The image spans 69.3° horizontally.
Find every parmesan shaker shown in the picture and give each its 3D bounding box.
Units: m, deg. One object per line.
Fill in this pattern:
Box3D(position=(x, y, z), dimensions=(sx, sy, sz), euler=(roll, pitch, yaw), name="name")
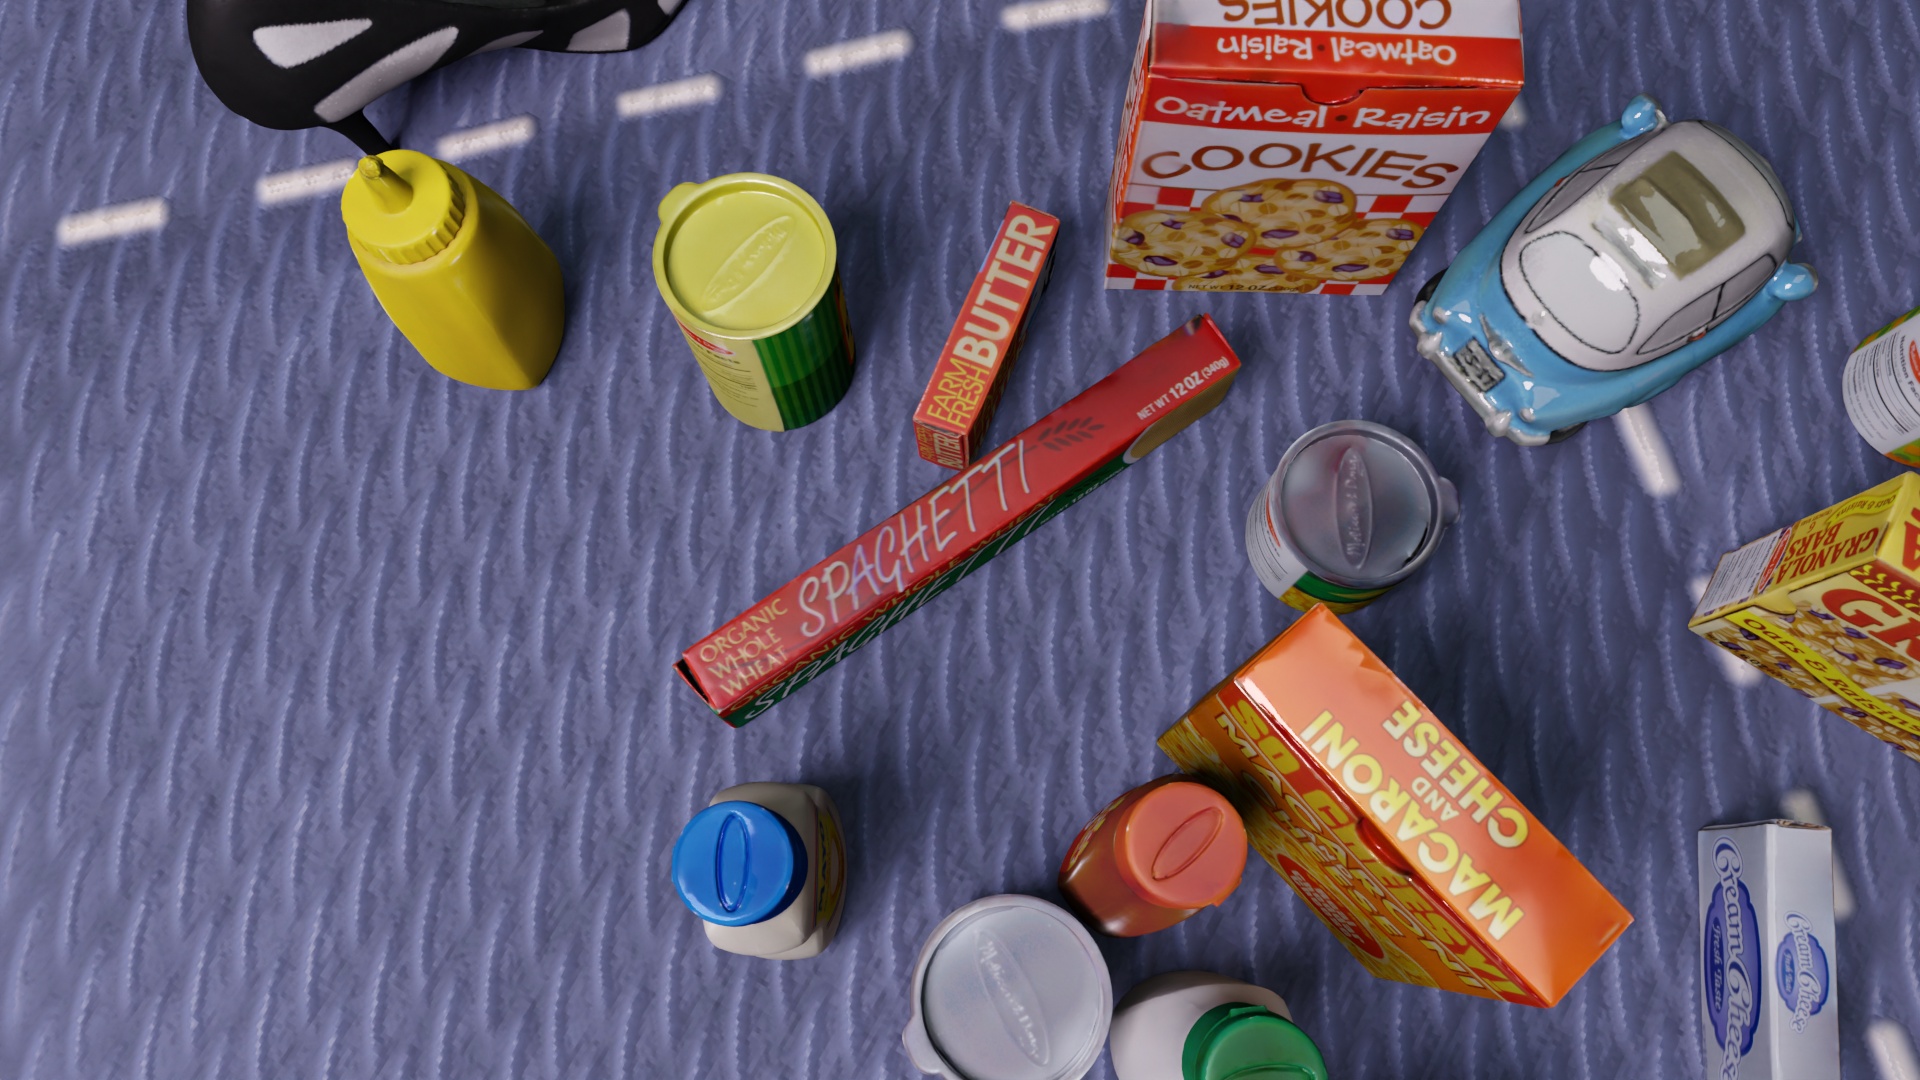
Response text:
Box3D(position=(-0.079, -0.093, 0.550), dimensions=(0.071, 0.103, 0.071), euler=(0, 76, 0), name="parmesan shaker")

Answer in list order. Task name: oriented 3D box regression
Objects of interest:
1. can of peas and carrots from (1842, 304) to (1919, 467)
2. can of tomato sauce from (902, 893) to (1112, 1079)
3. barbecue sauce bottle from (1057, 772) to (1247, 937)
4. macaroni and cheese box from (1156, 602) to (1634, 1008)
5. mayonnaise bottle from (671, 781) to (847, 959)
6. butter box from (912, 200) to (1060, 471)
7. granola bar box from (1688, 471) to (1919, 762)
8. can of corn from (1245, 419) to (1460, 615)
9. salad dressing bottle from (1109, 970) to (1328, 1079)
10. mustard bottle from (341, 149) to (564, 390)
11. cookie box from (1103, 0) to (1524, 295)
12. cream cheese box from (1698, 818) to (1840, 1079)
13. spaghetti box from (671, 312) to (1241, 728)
Box3D(position=(0.410, -0.068, 0.564), dimensions=(0.071, 0.058, 0.071), euler=(0, 75, 0), name="can of peas and carrots")
Box3D(position=(0.015, 0.161, 0.493), dimensions=(0.071, 0.083, 0.071), euler=(0, 76, 0), name="can of tomato sauce")
Box3D(position=(0.067, 0.106, 0.474), dimensions=(0.065, 0.148, 0.044), euler=(-42, 79, -9), name="barbecue sauce bottle")
Box3D(position=(0.131, 0.093, 0.468), dimensions=(0.040, 0.166, 0.124), euler=(-41, 79, -9), name="macaroni and cheese box")
Box3D(position=(-0.065, 0.112, 0.473), dimensions=(0.041, 0.147, 0.065), euler=(-1, 76, 0), name="mayonnaise bottle")
Box3D(position=(0.011, -0.082, 0.573), dimensions=(0.024, 0.053, 0.104), euler=(22, 77, 6), name="butter box")
Box3D(position=(0.373, 0.049, 0.500), dimensions=(0.166, 0.124, 0.039), euler=(32, 78, 8), name="granola bar box")
Box3D(position=(0.153, -0.007, 0.550), dimensions=(0.071, 0.058, 0.071), euler=(0, 75, 0), name="can of corn")
Box3D(position=(0.085, 0.169, 0.458), dimensions=(0.064, 0.147, 0.044), euler=(-6, 76, -1), name="salad dressing bottle")
Box3D(position=(-0.194, -0.108, 0.525), dimensions=(0.049, 0.160, 0.065), euler=(9, 76, 3), name="mustard bottle")
Box3D(position=(0.123, -0.144, 0.530), dimensions=(0.123, 0.167, 0.040), euler=(2, 76, 1), name="cookie box")
Box3D(position=(0.294, 0.156, 0.508), dimensions=(0.024, 0.053, 0.104), euler=(6, 76, 2), name="cream cheese box")
Box3D(position=(0.002, -0.007, 0.555), dimensions=(0.250, 0.050, 0.029), euler=(-34, 78, -8), name="spaghetti box")
